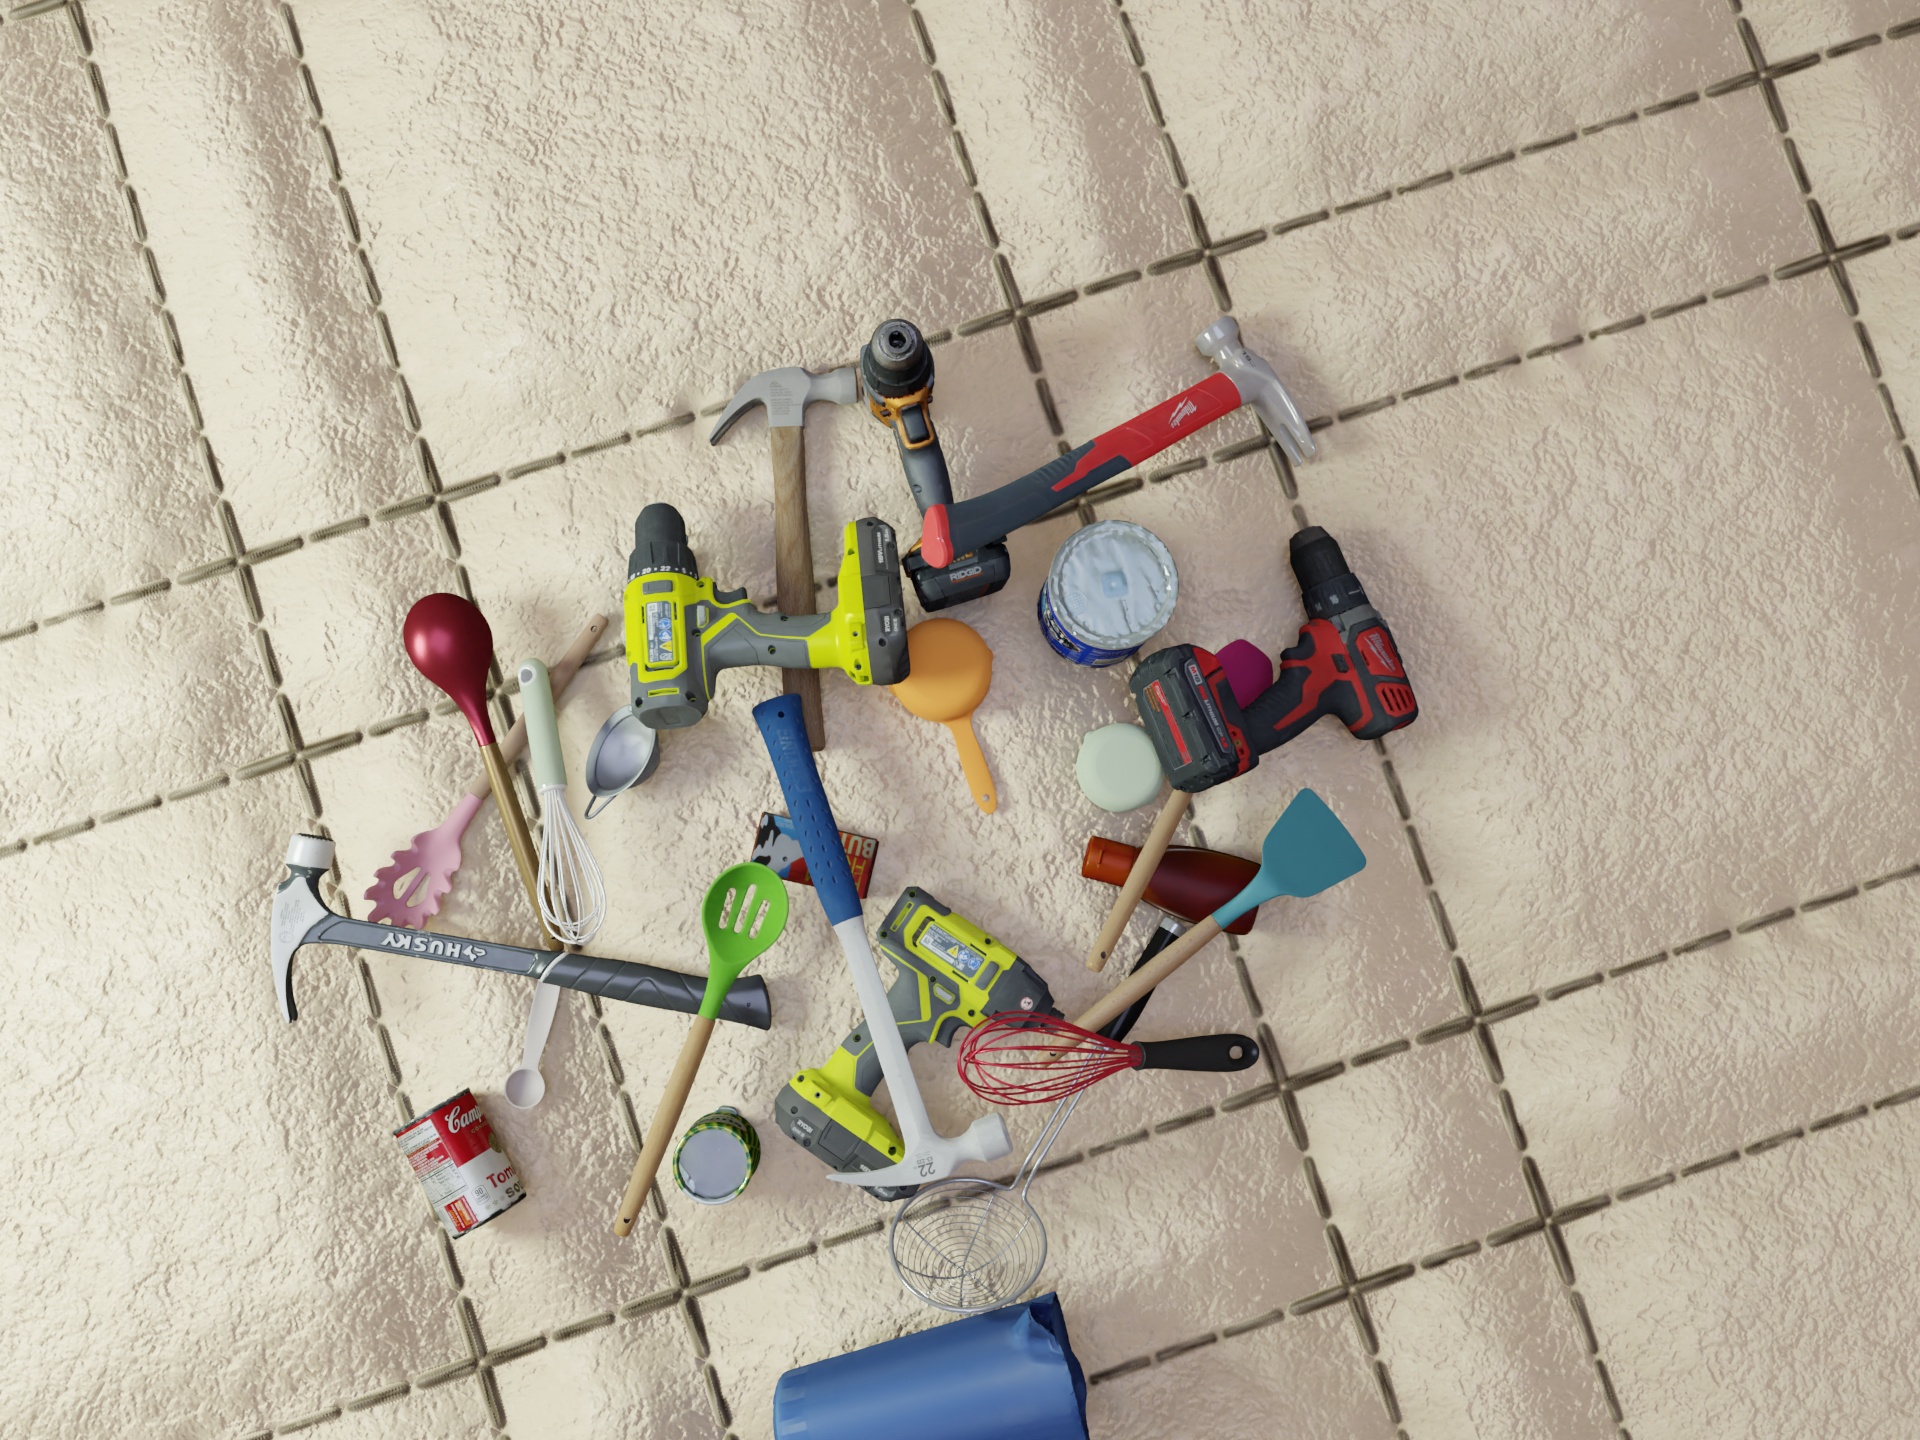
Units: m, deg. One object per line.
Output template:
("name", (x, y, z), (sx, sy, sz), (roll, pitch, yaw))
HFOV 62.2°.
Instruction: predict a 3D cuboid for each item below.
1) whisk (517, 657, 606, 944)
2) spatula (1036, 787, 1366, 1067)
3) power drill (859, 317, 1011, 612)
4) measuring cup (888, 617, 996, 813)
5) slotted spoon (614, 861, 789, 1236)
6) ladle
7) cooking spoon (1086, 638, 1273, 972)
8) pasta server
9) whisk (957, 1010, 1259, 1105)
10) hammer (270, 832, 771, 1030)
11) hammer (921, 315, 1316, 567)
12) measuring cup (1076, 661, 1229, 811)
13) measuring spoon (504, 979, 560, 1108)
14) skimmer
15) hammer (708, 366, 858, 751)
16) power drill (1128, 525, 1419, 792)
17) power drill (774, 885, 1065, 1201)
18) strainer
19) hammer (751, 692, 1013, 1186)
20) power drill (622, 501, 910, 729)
("whisk", (-0.332, 0.064, 1.303), (0.058, 0.059, 0.246), (-19, 75, 18))
("spatula", (0.190, 0.182, 1.303), (0.317, 0.044, 0.082), (-38, 87, 2))
("power drill", (-0.027, -0.211, 1.296), (0.084, 0.185, 0.226), (-17, 89, -3))
("measuring cup", (-0.002, -0.004, 1.342), (0.095, 0.052, 0.174), (-19, 84, -3))
("slotted spoon", (-0.217, 0.264, 1.289), (0.070, 0.031, 0.314), (22, 82, -8))
("ladle", (-0.385, 0.045, 1.318), (0.069, 0.031, 0.315), (-20, 97, -20))
("cooking spoon", (0.182, 0.069, 1.324), (0.068, 0.017, 0.319), (34, 72, -14))
("pasta server", (-0.392, 0.041, 1.340), (0.060, 0.040, 0.316), (35, 84, -10))
("whisk", (0.125, 0.267, 1.268), (0.295, 0.073, 0.073), (6, 85, -31))
("hammer", (-0.354, 0.203, 1.301), (0.409, 0.036, 0.149), (12, 84, -9))
("hammer", (0.128, -0.202, 1.287), (0.386, 0.038, 0.143), (-32, 86, -30))
("measuring cup", (0.170, 0.008, 1.352), (0.167, 0.038, 0.083), (-44, 87, -3))
("measuring spoon", (-0.354, 0.264, 1.337), (0.034, 0.018, 0.124), (11, 78, 2))
("skimmer", (0.076, 0.313, 1.300), (0.127, 0.090, 0.363), (28, 82, 32))
("hammer", (-0.145, -0.138, 1.362), (0.130, 0.031, 0.331), (-3, 86, -2))
("power drill", (0.258, -0.052, 1.322), (0.226, 0.080, 0.188), (-19, 83, -20))
("power drill", (-0.034, 0.273, 1.310), (0.171, 0.080, 0.223), (34, 82, 3))
("strainer", (-0.264, -0.036, 1.348), (0.087, 0.050, 0.258), (3, 76, 43))
("hammer", (-0.093, 0.173, 1.275), (0.144, 0.035, 0.406), (-19, 77, -4))
("power drill", (-0.162, -0.099, 1.297), (0.228, 0.080, 0.191), (-6, 68, -1))
